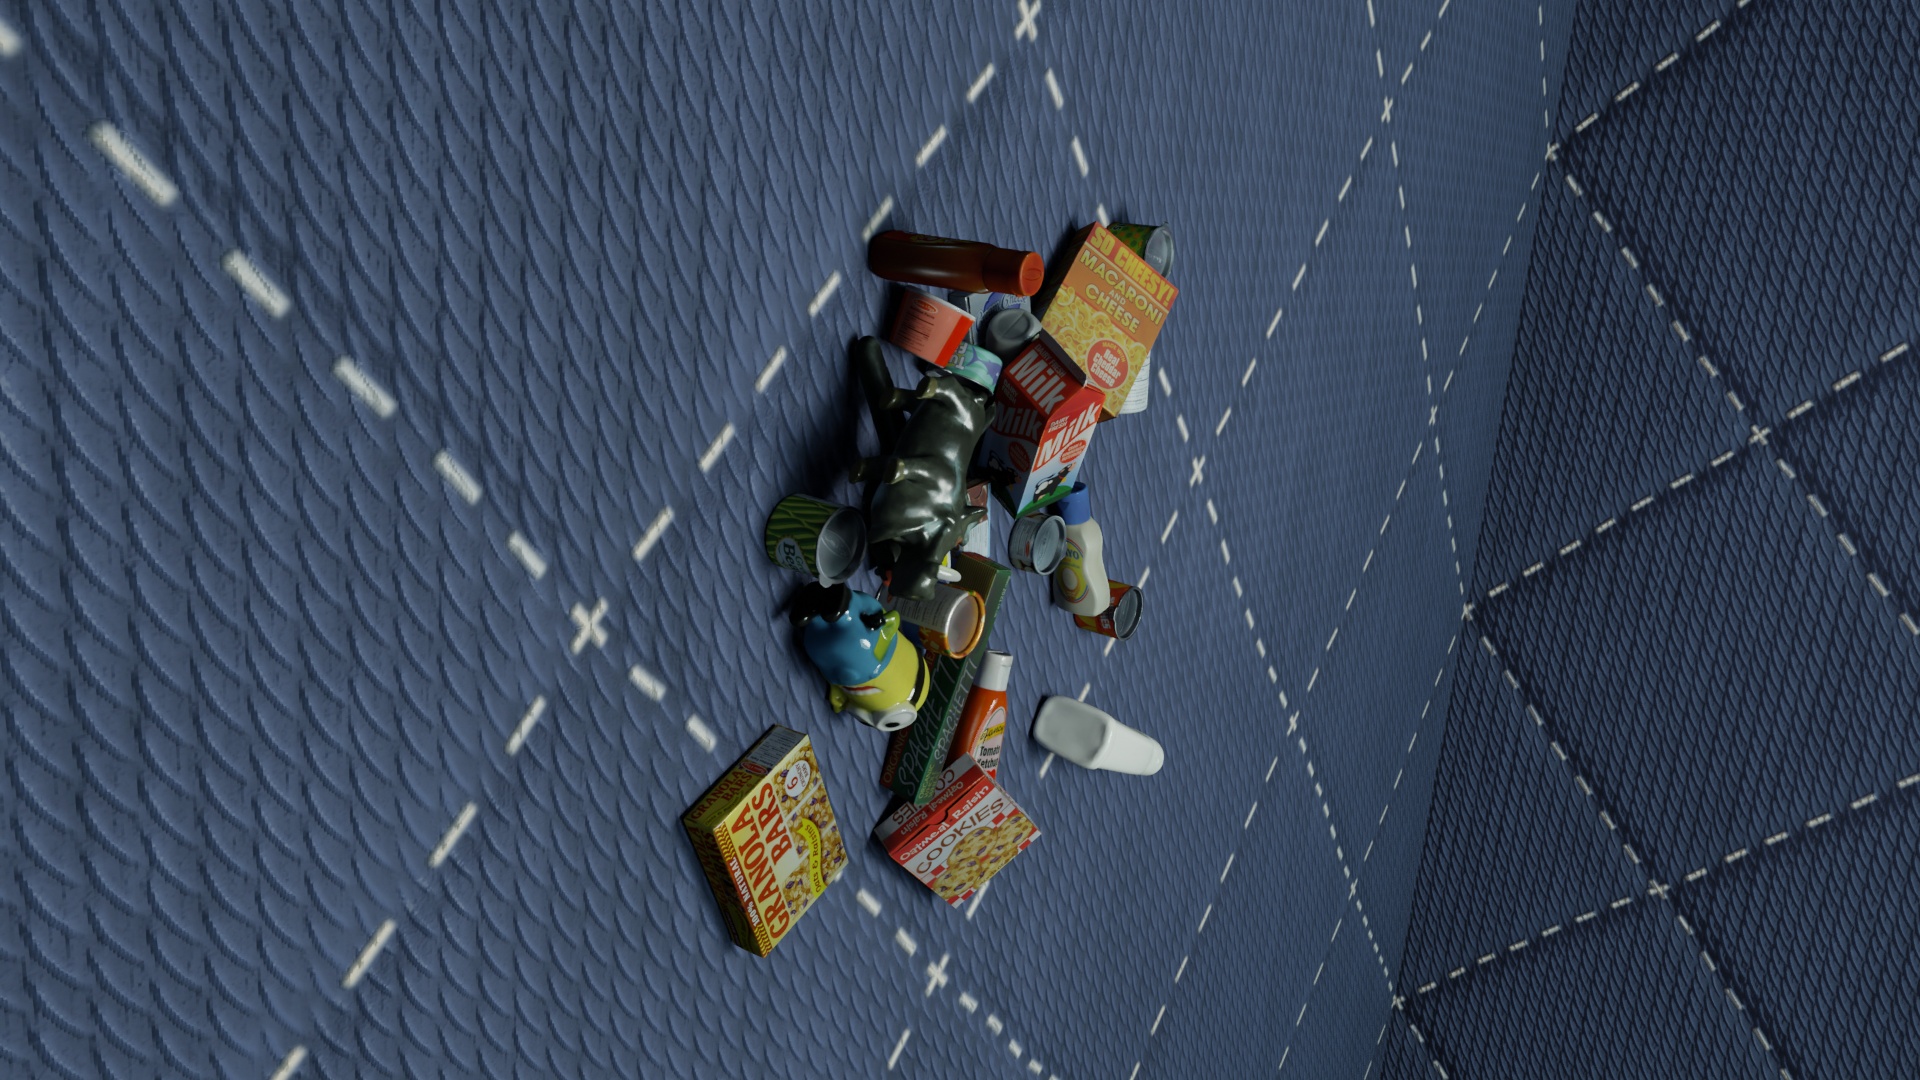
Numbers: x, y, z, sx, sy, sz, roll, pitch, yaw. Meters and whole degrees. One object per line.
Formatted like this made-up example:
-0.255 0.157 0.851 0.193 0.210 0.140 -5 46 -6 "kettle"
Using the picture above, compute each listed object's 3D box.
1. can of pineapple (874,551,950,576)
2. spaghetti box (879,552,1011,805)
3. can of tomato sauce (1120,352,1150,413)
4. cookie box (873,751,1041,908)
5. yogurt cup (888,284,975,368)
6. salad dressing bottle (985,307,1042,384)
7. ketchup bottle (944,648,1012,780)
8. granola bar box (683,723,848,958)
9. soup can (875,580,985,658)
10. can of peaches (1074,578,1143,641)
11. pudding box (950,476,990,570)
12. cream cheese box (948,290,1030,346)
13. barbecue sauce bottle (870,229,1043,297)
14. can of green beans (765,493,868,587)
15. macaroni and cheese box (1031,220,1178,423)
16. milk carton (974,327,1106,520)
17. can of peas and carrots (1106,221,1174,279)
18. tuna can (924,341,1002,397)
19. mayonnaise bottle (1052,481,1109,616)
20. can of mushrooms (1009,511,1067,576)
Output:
-0.044 0.001 1.268 0.071 0.071 0.057 -30 126 -47 "can of pineapple"
-0.015 0.135 1.347 0.029 0.050 0.249 9 103 -55 "spaghetti box"
0.172 -0.187 1.518 0.071 0.071 0.082 -26 123 -49 "can of tomato sauce"
0.001 0.300 1.426 0.123 0.040 0.167 -40 140 -3 "cookie box"
-0.028 -0.187 1.221 0.072 0.072 0.054 18 100 -57 "yogurt cup"
0.057 -0.162 1.349 0.064 0.044 0.147 -50 155 -20 "salad dressing bottle"
0.022 0.189 1.457 0.065 0.043 0.148 7 96 -54 "ketchup bottle"
-0.166 0.262 1.211 0.125 0.039 0.164 -45 136 -39 "granola bar box"
-0.027 0.071 1.302 0.071 0.084 0.071 -27 124 -49 "soup can"
0.172 0.078 1.624 0.071 0.058 0.071 -27 124 -48 "can of peaches"
0.005 -0.017 1.365 0.050 0.030 0.083 -25 122 -48 "pudding box"
0.030 -0.225 1.328 0.104 0.024 0.053 -37 130 -44 "cream cheese box"
-0.001 -0.232 1.166 0.065 0.148 0.043 -14 114 -53 "barbecue sauce bottle"
-0.120 -0.002 1.161 0.071 0.058 0.071 -27 124 -49 "can of green beans"
0.139 -0.224 1.426 0.123 0.040 0.167 35 69 -21 "macaroni and cheese box"
0.078 -0.113 1.316 0.074 0.072 0.189 -25 151 -28 "milk carton"
0.190 -0.311 1.501 0.071 0.059 0.070 -26 122 -50 "can of peas and carrots"
0.002 -0.159 1.274 0.071 0.071 0.033 28 77 -56 "tuna can"
0.128 0.009 1.532 0.041 0.065 0.147 -32 123 -42 "mayonnaise bottle"
0.084 0.003 1.487 0.071 0.033 0.070 -25 122 -50 "can of mushrooms"
